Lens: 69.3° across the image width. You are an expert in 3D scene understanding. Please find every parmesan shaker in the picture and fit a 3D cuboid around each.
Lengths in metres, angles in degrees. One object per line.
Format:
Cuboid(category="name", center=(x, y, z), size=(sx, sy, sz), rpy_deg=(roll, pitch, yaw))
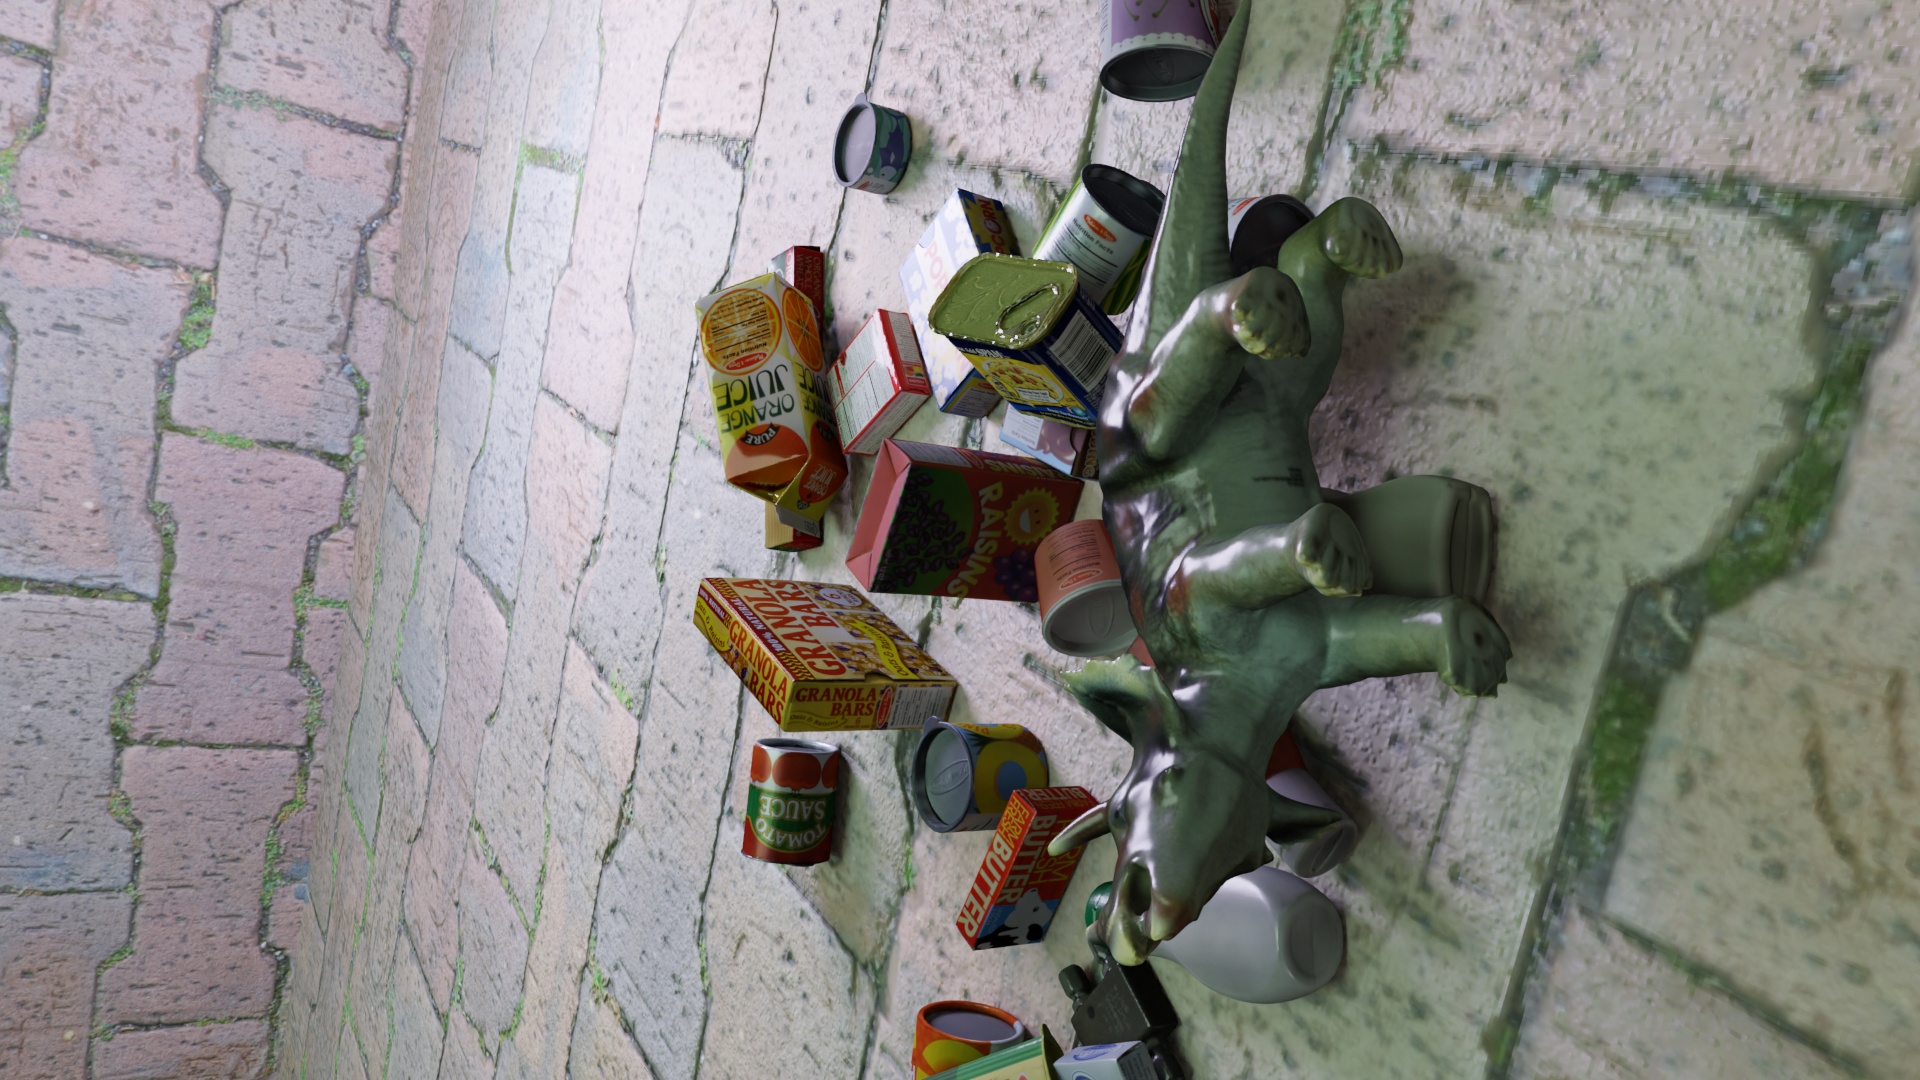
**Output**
Cuboid(category="parmesan shaker", center=(0.011, 0.318, 0.763), size=(0.103, 0.071, 0.071), rpy_deg=(-22, 59, 7))

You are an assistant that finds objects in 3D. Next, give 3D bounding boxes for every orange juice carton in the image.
Cuboid(category="orange juice carton", center=(-0.141, -0.098, 1.063), size=(0.073, 0.072, 0.193), rpy_deg=(-17, 76, 15))

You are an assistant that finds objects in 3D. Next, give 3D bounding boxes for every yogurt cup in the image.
Cuboid(category="yogurt cup", center=(0.073, 0.025, 0.775), size=(0.072, 0.072, 0.054), rpy_deg=(-52, 38, 38))

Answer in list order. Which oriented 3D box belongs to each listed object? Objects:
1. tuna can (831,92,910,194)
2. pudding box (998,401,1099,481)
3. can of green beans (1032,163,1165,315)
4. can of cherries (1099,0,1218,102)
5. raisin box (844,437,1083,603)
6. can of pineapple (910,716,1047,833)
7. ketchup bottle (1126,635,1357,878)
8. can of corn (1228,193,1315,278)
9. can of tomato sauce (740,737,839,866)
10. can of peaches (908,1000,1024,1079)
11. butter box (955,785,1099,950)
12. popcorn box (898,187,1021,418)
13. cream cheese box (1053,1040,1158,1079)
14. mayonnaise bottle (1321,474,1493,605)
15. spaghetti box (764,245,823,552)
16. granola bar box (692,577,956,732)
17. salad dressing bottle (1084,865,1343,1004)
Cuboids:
Cuboid(category="tuna can", center=(-0.067, -0.301, 1.055), size=(0.071, 0.033, 0.071), rpy_deg=(-11, 76, 54))
Cuboid(category="pudding box", center=(0.061, -0.071, 0.837), size=(0.084, 0.030, 0.049), rpy_deg=(32, 110, 53))
Cuboid(category="can of green beans", center=(0.082, -0.170, 0.788), size=(0.057, 0.071, 0.071), rpy_deg=(-54, 44, 37))
Cuboid(category="can of cherries", center=(0.112, -0.283, 0.766), size=(0.071, 0.071, 0.058), rpy_deg=(-11, 75, 55))
Cuboid(category="raisin box", center=(0.003, -0.010, 0.829), size=(0.040, 0.123, 0.085), rpy_deg=(42, 120, 50))
Cuboid(category="can of pineapple", center=(0.011, 0.143, 0.851), size=(0.071, 0.058, 0.071), rpy_deg=(-12, 76, 54))
Cuboid(category="ketchup bottle", center=(0.135, 0.102, 0.689), size=(0.149, 0.043, 0.064), rpy_deg=(52, 127, 45))
Cuboid(category="can of corn", center=(0.140, -0.137, 0.700), size=(0.058, 0.071, 0.071), rpy_deg=(14, 97, 56))
Cuboid(category="can of tomato sauce", center=(-0.126, 0.194, 1.035), size=(0.071, 0.071, 0.083), rpy_deg=(5, 89, 56))
Cuboid(category="can of peaches", center=(0.000, 0.314, 0.831), size=(0.071, 0.071, 0.058), rpy_deg=(12, 94, 56))
Cuboid(category="butter box", center=(0.039, 0.190, 0.808), size=(0.024, 0.053, 0.103), rpy_deg=(45, 121, 46))
Cuboid(category="popcorn box", center=(0.007, -0.156, 0.921), size=(0.084, 0.038, 0.127), rpy_deg=(-47, 49, 43))
Cuboid(category="cream cheese box", center=(0.090, 0.315, 0.719), size=(0.053, 0.024, 0.104), rpy_deg=(-32, 76, 48))
Cuboid(category="mayonnaise bottle", center=(0.175, 0.003, 0.650), size=(0.148, 0.041, 0.064), rpy_deg=(2, 86, 57))
Cuboid(category="spaghetti box", center=(-0.136, -0.116, 1.131), size=(0.050, 0.029, 0.250), rpy_deg=(-14, 74, 53))
Cuboid(category="granola bar box", center=(-0.097, 0.076, 0.961), size=(0.166, 0.124, 0.039), rpy_deg=(36, 116, 51))
Cuboid(category="salad dressing bottle", center=(0.121, 0.194, 0.697), size=(0.147, 0.044, 0.064), rpy_deg=(-14, 75, 55))
